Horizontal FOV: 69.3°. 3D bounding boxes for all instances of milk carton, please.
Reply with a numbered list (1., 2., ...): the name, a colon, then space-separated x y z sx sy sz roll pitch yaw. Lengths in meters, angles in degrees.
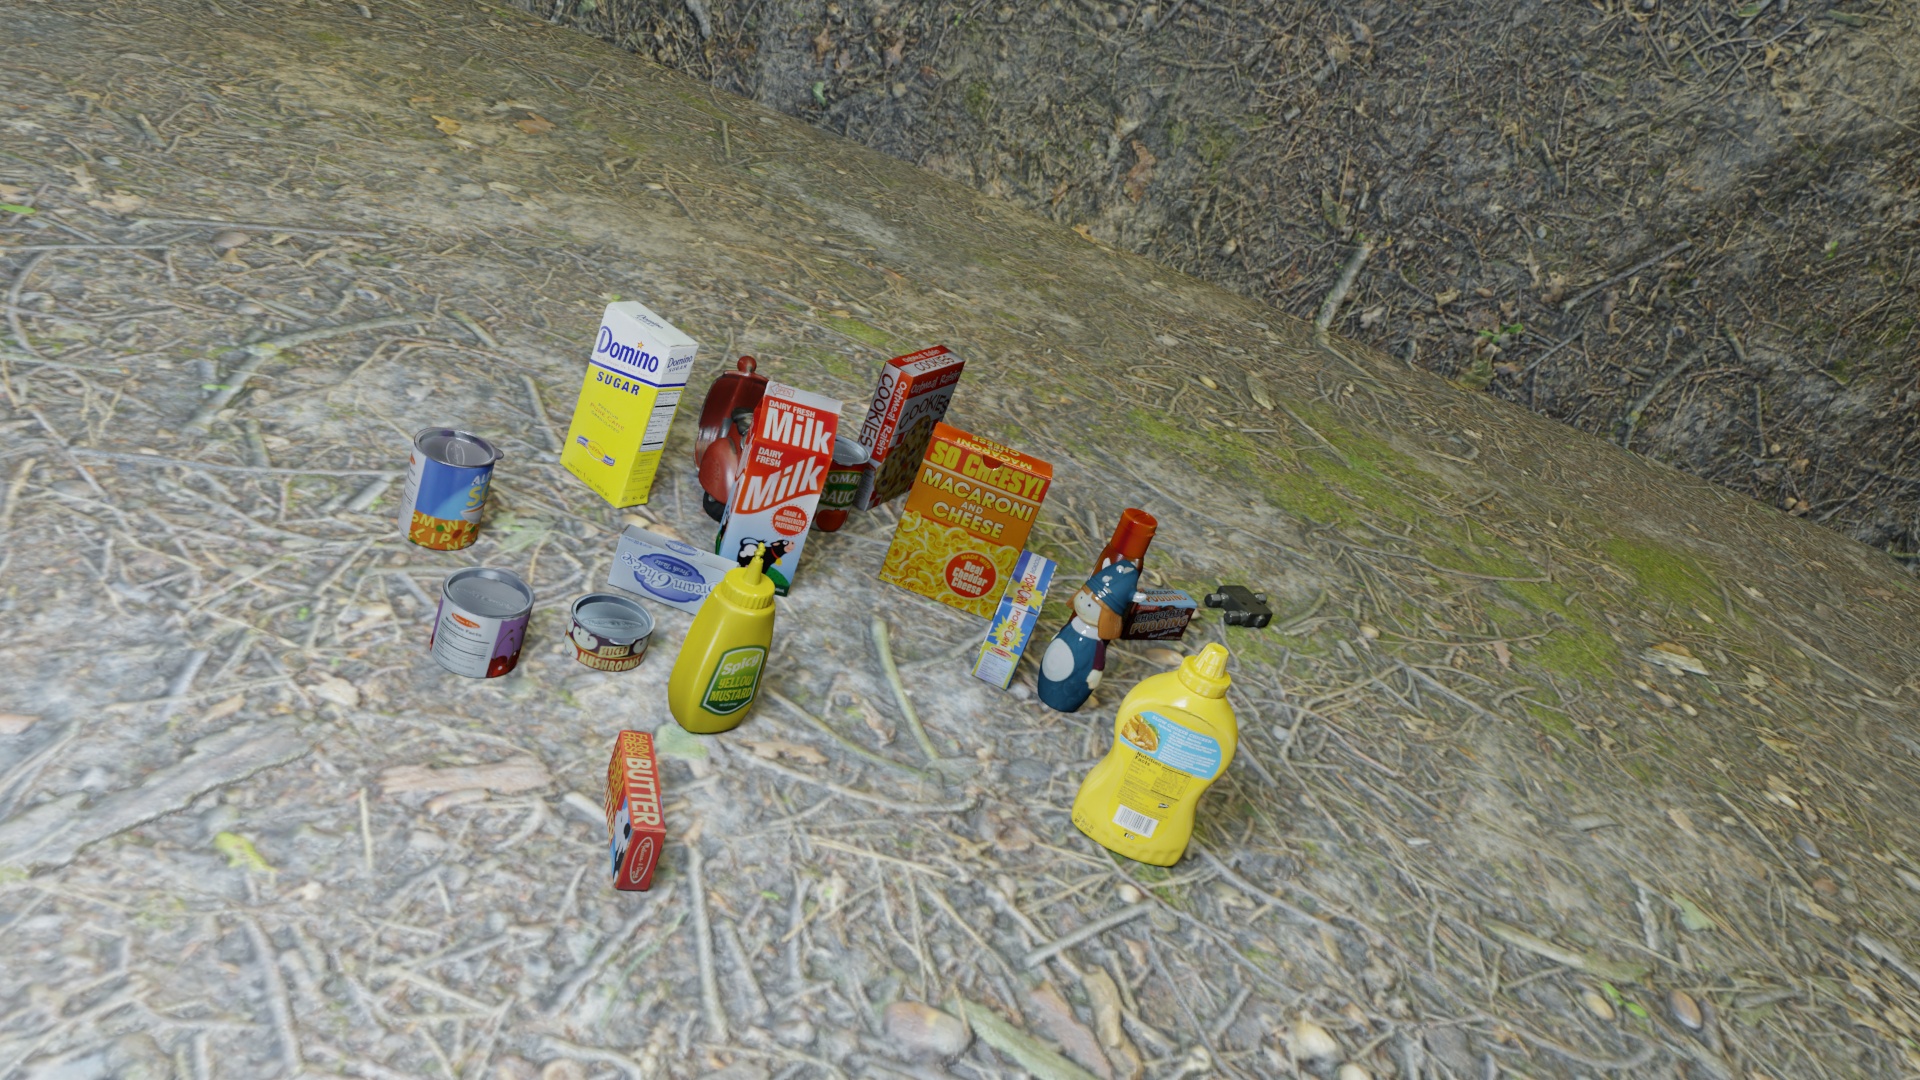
1. milk carton: -0.167 -0.052 1.267 0.072 0.189 0.074 14 26 -16

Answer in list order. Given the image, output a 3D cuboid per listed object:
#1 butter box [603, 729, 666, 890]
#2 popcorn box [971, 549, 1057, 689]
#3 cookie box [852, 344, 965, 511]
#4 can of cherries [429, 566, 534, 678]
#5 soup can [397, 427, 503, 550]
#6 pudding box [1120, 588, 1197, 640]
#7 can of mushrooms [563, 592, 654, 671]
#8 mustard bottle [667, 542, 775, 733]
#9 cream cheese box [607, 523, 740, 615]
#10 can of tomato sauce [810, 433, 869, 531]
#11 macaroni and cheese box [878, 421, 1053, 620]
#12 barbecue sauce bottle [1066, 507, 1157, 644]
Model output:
1. butter box: -0.219 0.179 0.929 0.024 0.053 0.104 10 27 -24
2. popcorn box: 0.053 0.073 1.317 0.038 0.084 0.127 23 25 3
3. cookie box: -0.064 -0.125 1.523 0.040 0.166 0.123 30 26 17
4. can of cherries: -0.359 0.061 1.046 0.071 0.058 0.072 18 25 -9
5. soup can: -0.429 -0.043 1.167 0.071 0.083 0.071 18 25 -9
6. pudding box: 0.204 0.078 1.470 0.084 0.049 0.030 4 30 -34
7. can of mushrooms: -0.281 0.074 1.111 0.071 0.033 0.071 18 25 -9
8. mustard bottle: -0.174 0.072 1.051 0.065 0.159 0.049 -3 34 -42
9. cream cheese box: -0.248 0.029 1.204 0.104 0.053 0.024 20 25 -4
10. can of tomato sauce: -0.137 -0.059 1.433 0.071 0.082 0.071 18 25 -9
11. macaroni and cheese box: 0.005 -0.017 1.363 0.124 0.165 0.040 20 25 -4
12. barbecue sauce bottle: 0.153 0.039 1.389 0.044 0.147 0.065 34 27 24
